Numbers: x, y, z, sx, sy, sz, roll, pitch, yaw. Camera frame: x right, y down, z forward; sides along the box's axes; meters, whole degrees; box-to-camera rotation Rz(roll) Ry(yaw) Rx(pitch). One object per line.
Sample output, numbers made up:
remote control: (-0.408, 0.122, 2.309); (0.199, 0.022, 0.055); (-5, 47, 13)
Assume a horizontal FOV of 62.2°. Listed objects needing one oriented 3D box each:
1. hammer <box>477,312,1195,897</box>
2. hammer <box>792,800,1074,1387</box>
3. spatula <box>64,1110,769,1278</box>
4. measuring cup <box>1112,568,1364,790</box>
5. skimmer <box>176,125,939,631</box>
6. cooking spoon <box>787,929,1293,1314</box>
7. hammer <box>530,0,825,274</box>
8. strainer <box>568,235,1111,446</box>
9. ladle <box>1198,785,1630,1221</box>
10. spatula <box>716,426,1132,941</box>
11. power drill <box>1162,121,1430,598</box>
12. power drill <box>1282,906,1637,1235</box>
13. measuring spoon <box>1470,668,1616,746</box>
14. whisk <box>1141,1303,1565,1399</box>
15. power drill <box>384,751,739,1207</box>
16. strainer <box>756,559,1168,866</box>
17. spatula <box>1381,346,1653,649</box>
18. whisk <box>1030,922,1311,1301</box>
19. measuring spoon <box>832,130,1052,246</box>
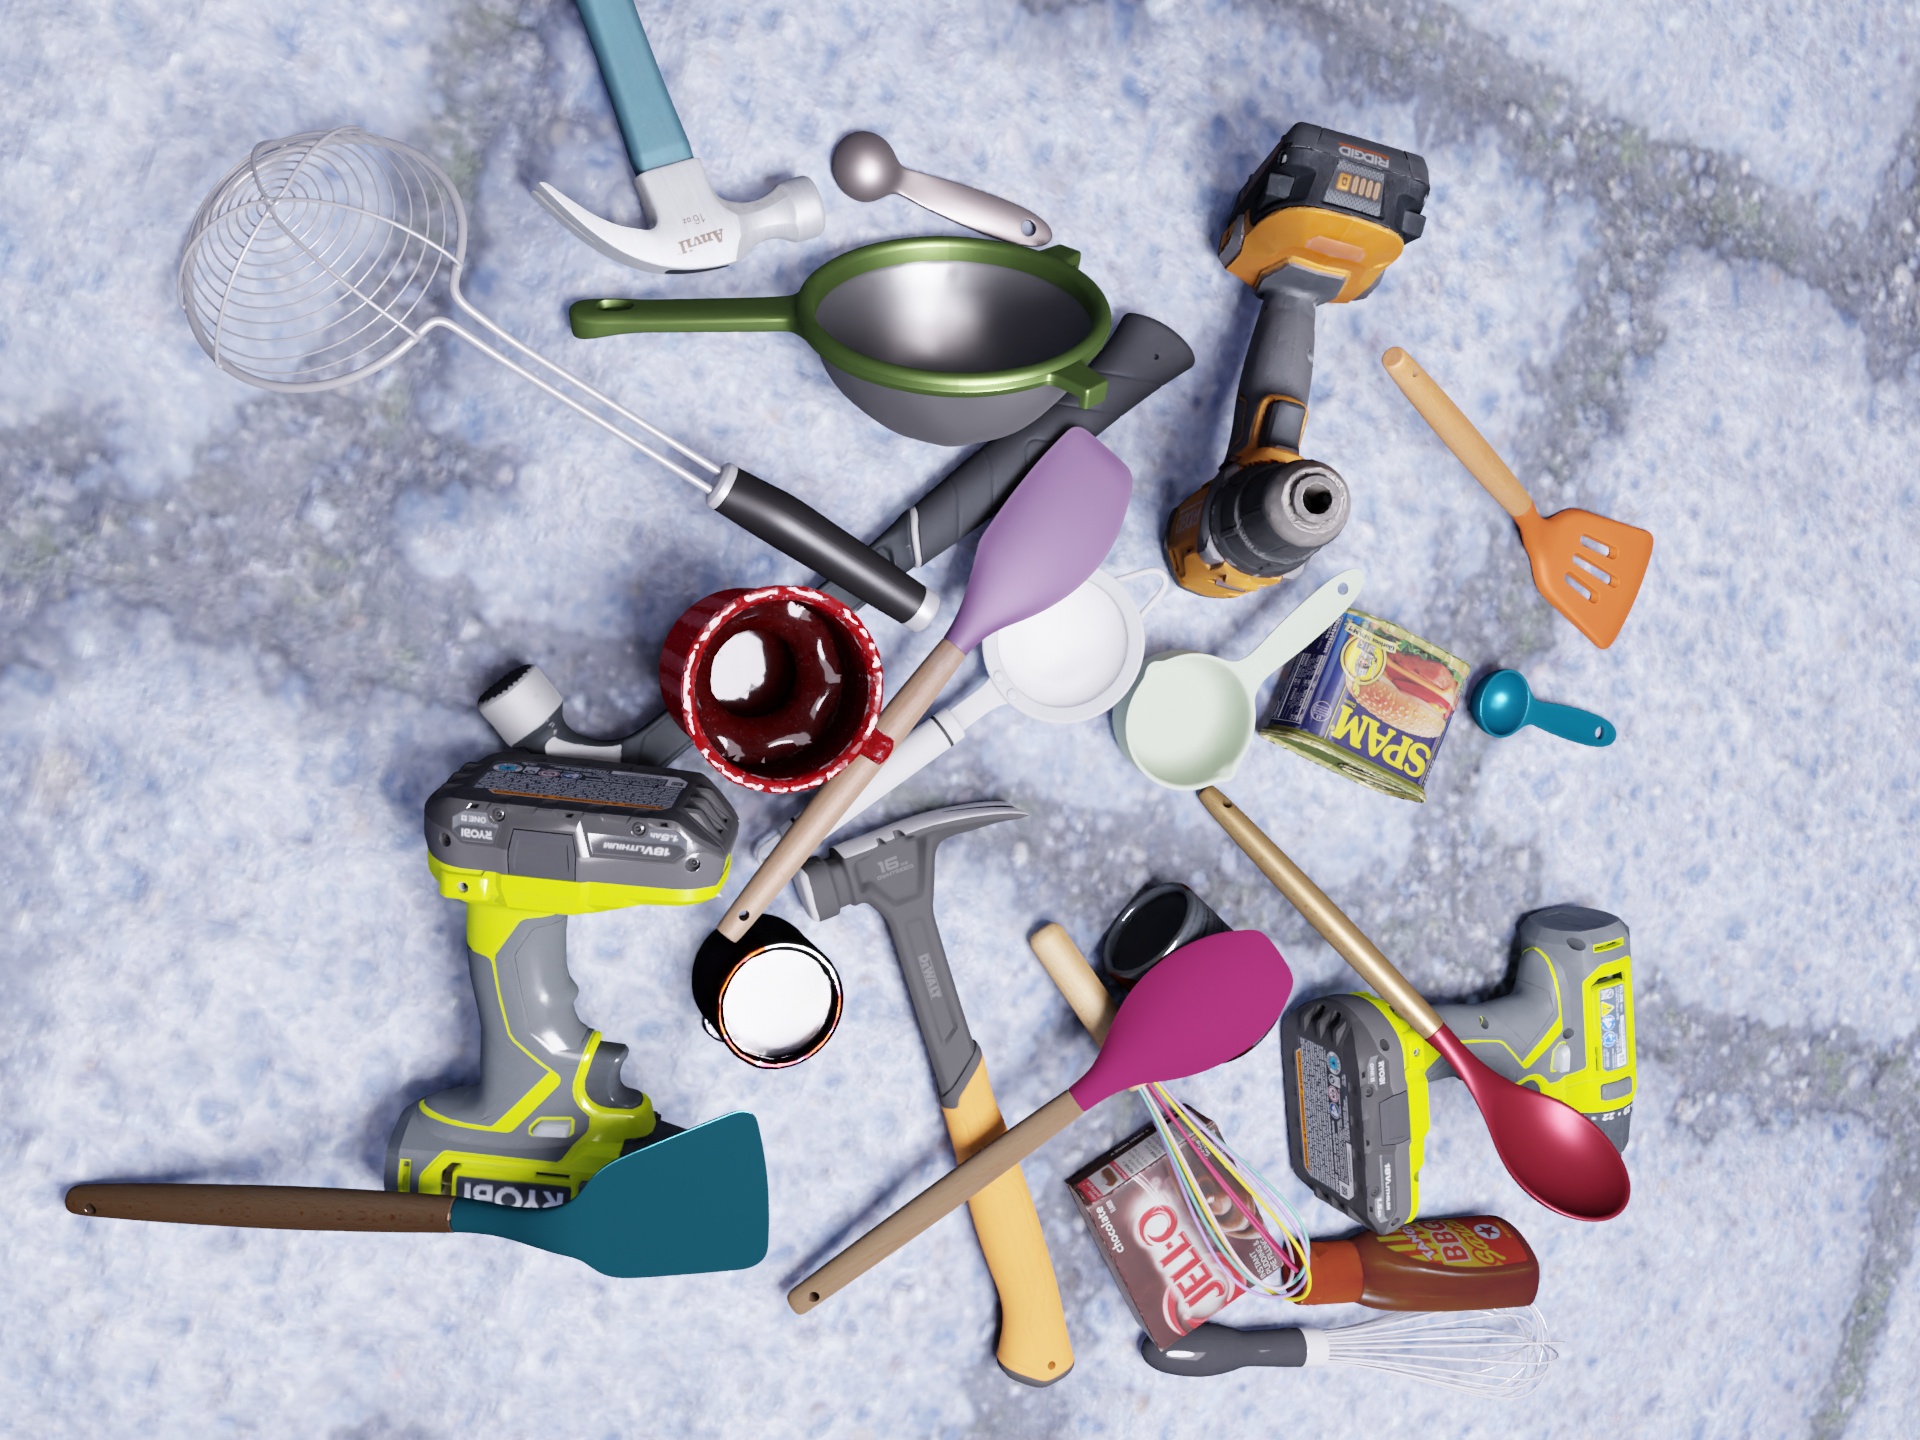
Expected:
hammer: (-0.036, -0.077, 0.814); (0.409, 0.036, 0.149); (-39, 110, -12)
hammer: (0.013, 0.212, 0.871); (0.127, 0.034, 0.336); (-19, 103, -16)
spatula: (-0.247, 0.216, 0.716); (0.317, 0.044, 0.082); (0, 109, 6)
measuring cup: (0.155, -0.031, 0.885); (0.167, 0.038, 0.083); (-40, 108, -7)
skimmer: (-0.171, -0.138, 0.734); (0.363, 0.090, 0.127); (31, 75, -25)
cooking spoon: (0.041, 0.217, 0.842); (0.319, 0.017, 0.068); (-36, 100, 0)
hammer: (-0.175, -0.366, 0.725); (0.128, 0.033, 0.331); (-24, 104, -18)
strainer: (-0.057, -0.173, 0.771); (0.256, 0.152, 0.069); (-1, 131, -2)
ladle: (0.245, 0.154, 0.886); (0.315, 0.031, 0.069); (47, 51, 8)
spatula: (-0.017, -0.016, 0.803); (0.059, 0.018, 0.316); (41, 82, -12)
power drill: (0.168, -0.176, 0.800); (0.084, 0.185, 0.226); (14, 89, -5)
power drill: (0.316, 0.228, 0.966); (0.228, 0.080, 0.190); (-9, 99, -22)
measuring spoon: (0.360, -0.003, 0.988); (0.128, 0.021, 0.042); (13, 93, -31)
whisk: (0.242, 0.383, 0.973); (0.284, 0.070, 0.070); (6, 95, -16)
power drill: (-0.172, 0.136, 0.737); (0.171, 0.080, 0.223); (6, 105, -1)
strainer: (-0.001, -0.003, 0.835); (0.258, 0.050, 0.087); (-36, 99, -7)
spatula: (0.317, -0.131, 0.902); (0.322, 0.041, 0.081); (26, 87, -48)
whisk: (0.117, 0.214, 0.872); (0.051, 0.047, 0.245); (-34, 88, -11)
measuring spoon: (-0.005, -0.267, 0.809); (0.124, 0.018, 0.034); (14, 92, -23)
